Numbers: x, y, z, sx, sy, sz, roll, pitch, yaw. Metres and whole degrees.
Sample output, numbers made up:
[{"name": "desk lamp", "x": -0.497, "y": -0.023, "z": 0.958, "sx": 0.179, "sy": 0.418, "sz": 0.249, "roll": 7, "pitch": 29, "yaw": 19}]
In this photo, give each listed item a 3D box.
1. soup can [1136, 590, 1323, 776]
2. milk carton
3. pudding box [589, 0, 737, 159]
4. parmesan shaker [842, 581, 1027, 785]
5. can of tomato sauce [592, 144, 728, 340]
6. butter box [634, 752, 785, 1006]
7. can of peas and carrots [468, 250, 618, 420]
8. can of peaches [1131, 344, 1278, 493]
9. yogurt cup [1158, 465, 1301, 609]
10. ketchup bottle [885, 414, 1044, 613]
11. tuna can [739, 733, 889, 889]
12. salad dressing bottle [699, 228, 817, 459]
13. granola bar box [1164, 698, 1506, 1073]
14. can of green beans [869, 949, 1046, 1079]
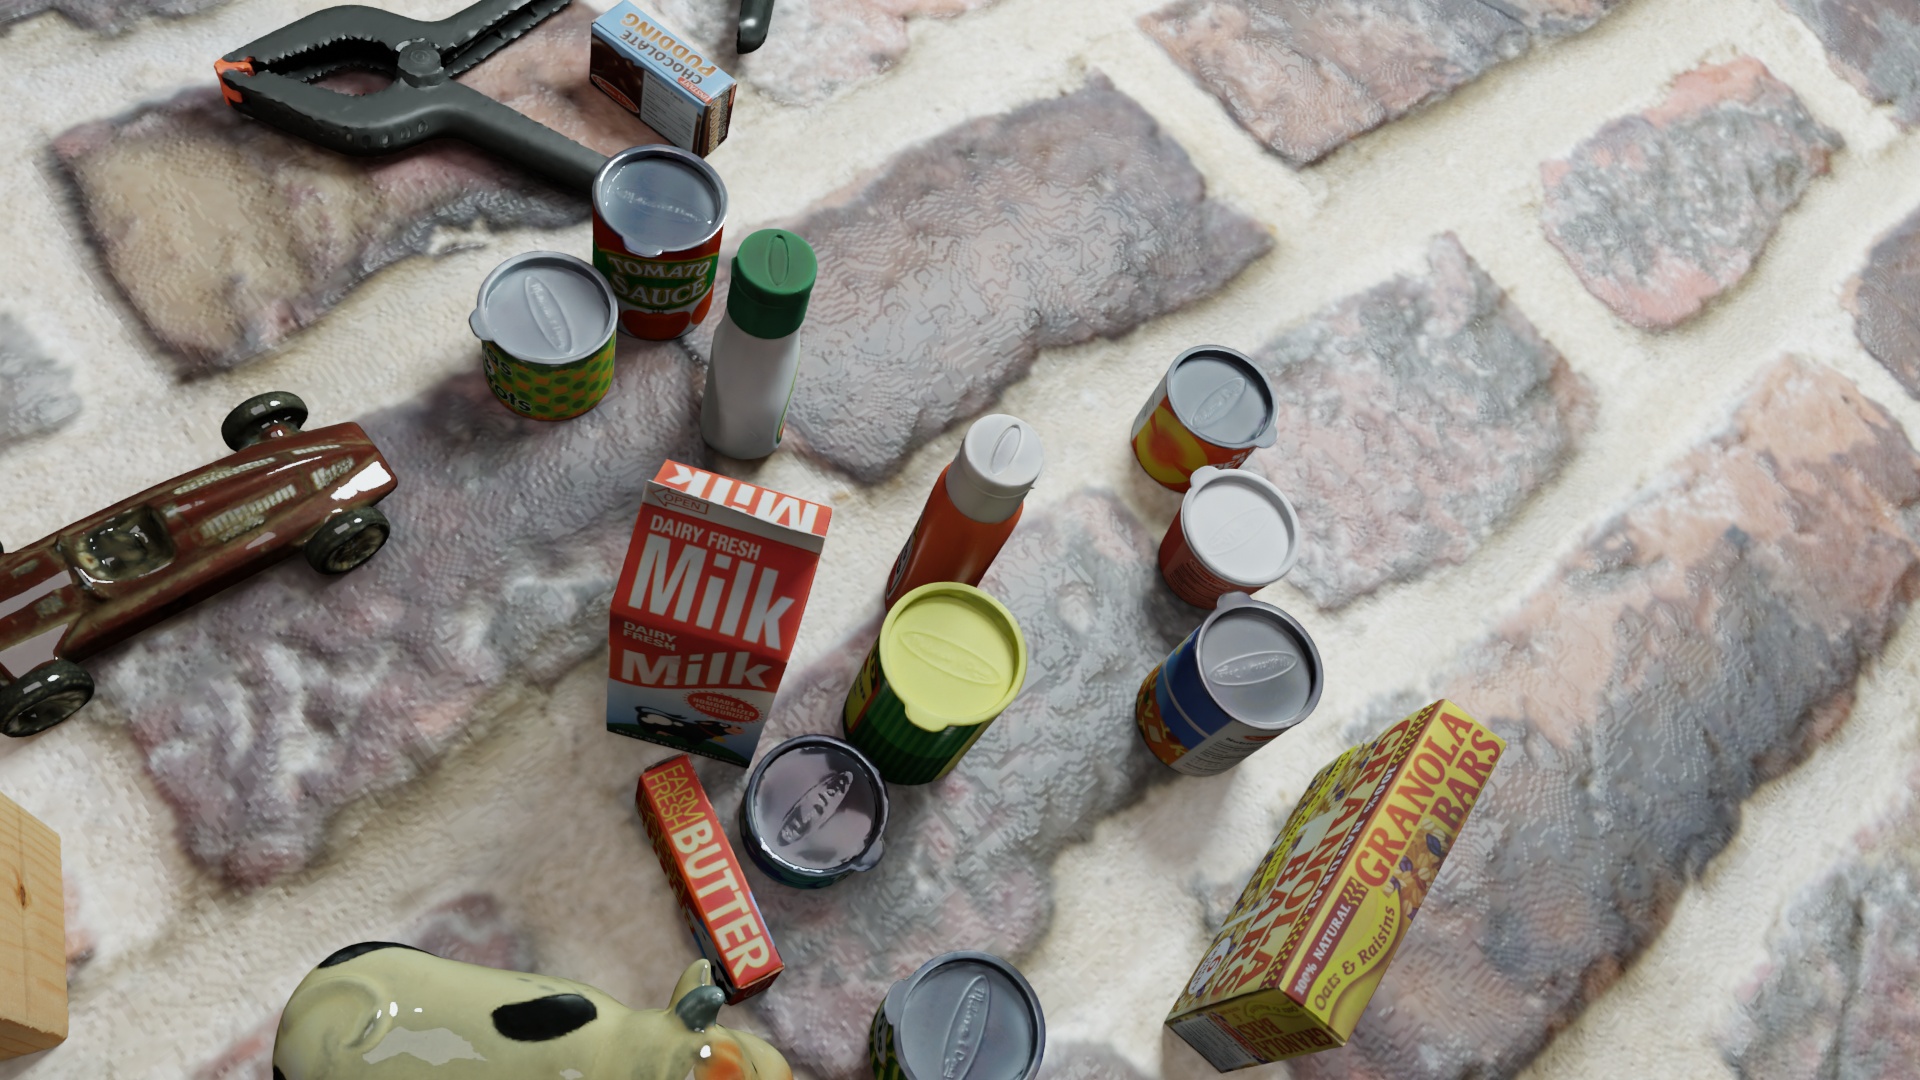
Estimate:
[{"name": "soup can", "x": 0.132, "y": 0.073, "z": 0.697, "sx": 0.071, "sy": 0.083, "sz": 0.071, "roll": 6, "pitch": 63, "yaw": -13}, {"name": "milk carton", "x": -0.105, "y": 0.029, "z": 0.590, "sx": 0.072, "sy": 0.189, "sz": 0.074, "roll": 17, "pitch": 62, "yaw": -7}, {"name": "pudding box", "x": -0.172, "y": -0.263, "z": 0.796, "sx": 0.084, "sy": 0.049, "sz": 0.030, "roll": 37, "pitch": 61, "yaw": 4}, {"name": "parmesan shaker", "x": -0.016, "y": 0.071, "z": 0.645, "sx": 0.071, "sy": 0.102, "sz": 0.071, "roll": 6, "pitch": 63, "yaw": -13}, {"name": "can of tomato sauce", "x": -0.159, "y": -0.152, "z": 0.726, "sx": 0.071, "sy": 0.082, "sz": 0.071, "roll": 6, "pitch": 63, "yaw": -13}, {"name": "butter box", "x": -0.112, "y": 0.149, "z": 0.608, "sx": 0.024, "sy": 0.053, "sz": 0.103, "roll": -22, "pitch": 72, "yaw": -24}, {"name": "can of peas and carrots", "x": -0.210, "y": -0.101, "z": 0.700, "sx": 0.071, "sy": 0.058, "sz": 0.071, "roll": 6, "pitch": 63, "yaw": -13}, {"name": "can of peaches", "x": 0.138, "y": -0.065, "z": 0.781, "sx": 0.071, "sy": 0.057, "sz": 0.071, "roll": 6, "pitch": 63, "yaw": -13}, {"name": "yogurt cup", "x": 0.142, "y": 0.003, "z": 0.751, "sx": 0.072, "sy": 0.053, "sz": 0.072, "roll": 6, "pitch": 63, "yaw": -13}, {"name": "ketchup bottle", "x": 0.002, "y": -0.008, "z": 0.663, "sx": 0.043, "sy": 0.148, "sz": 0.065, "roll": 27, "pitch": 61, "yaw": -2}, {"name": "tuna can", "x": -0.066, "y": 0.128, "z": 0.643, "sx": 0.071, "sy": 0.032, "sz": 0.071, "roll": 6, "pitch": 63, "yaw": -13}, {"name": "salad dressing bottle", "x": -0.099, "y": -0.093, "z": 0.676, "sx": 0.044, "sy": 0.147, "sz": 0.064, "roll": 4, "pitch": 64, "yaw": -14}, {"name": "granola bar box", "x": 0.171, "y": 0.160, "z": 0.642, "sx": 0.039, "sy": 0.123, "sz": 0.166, "roll": 39, "pitch": 61, "yaw": 5}, {"name": "can of green beans", "x": -0.003, "y": 0.216, "z": 0.603, "sx": 0.071, "sy": 0.057, "sz": 0.071, "roll": 6, "pitch": 63, "yaw": -13}]
